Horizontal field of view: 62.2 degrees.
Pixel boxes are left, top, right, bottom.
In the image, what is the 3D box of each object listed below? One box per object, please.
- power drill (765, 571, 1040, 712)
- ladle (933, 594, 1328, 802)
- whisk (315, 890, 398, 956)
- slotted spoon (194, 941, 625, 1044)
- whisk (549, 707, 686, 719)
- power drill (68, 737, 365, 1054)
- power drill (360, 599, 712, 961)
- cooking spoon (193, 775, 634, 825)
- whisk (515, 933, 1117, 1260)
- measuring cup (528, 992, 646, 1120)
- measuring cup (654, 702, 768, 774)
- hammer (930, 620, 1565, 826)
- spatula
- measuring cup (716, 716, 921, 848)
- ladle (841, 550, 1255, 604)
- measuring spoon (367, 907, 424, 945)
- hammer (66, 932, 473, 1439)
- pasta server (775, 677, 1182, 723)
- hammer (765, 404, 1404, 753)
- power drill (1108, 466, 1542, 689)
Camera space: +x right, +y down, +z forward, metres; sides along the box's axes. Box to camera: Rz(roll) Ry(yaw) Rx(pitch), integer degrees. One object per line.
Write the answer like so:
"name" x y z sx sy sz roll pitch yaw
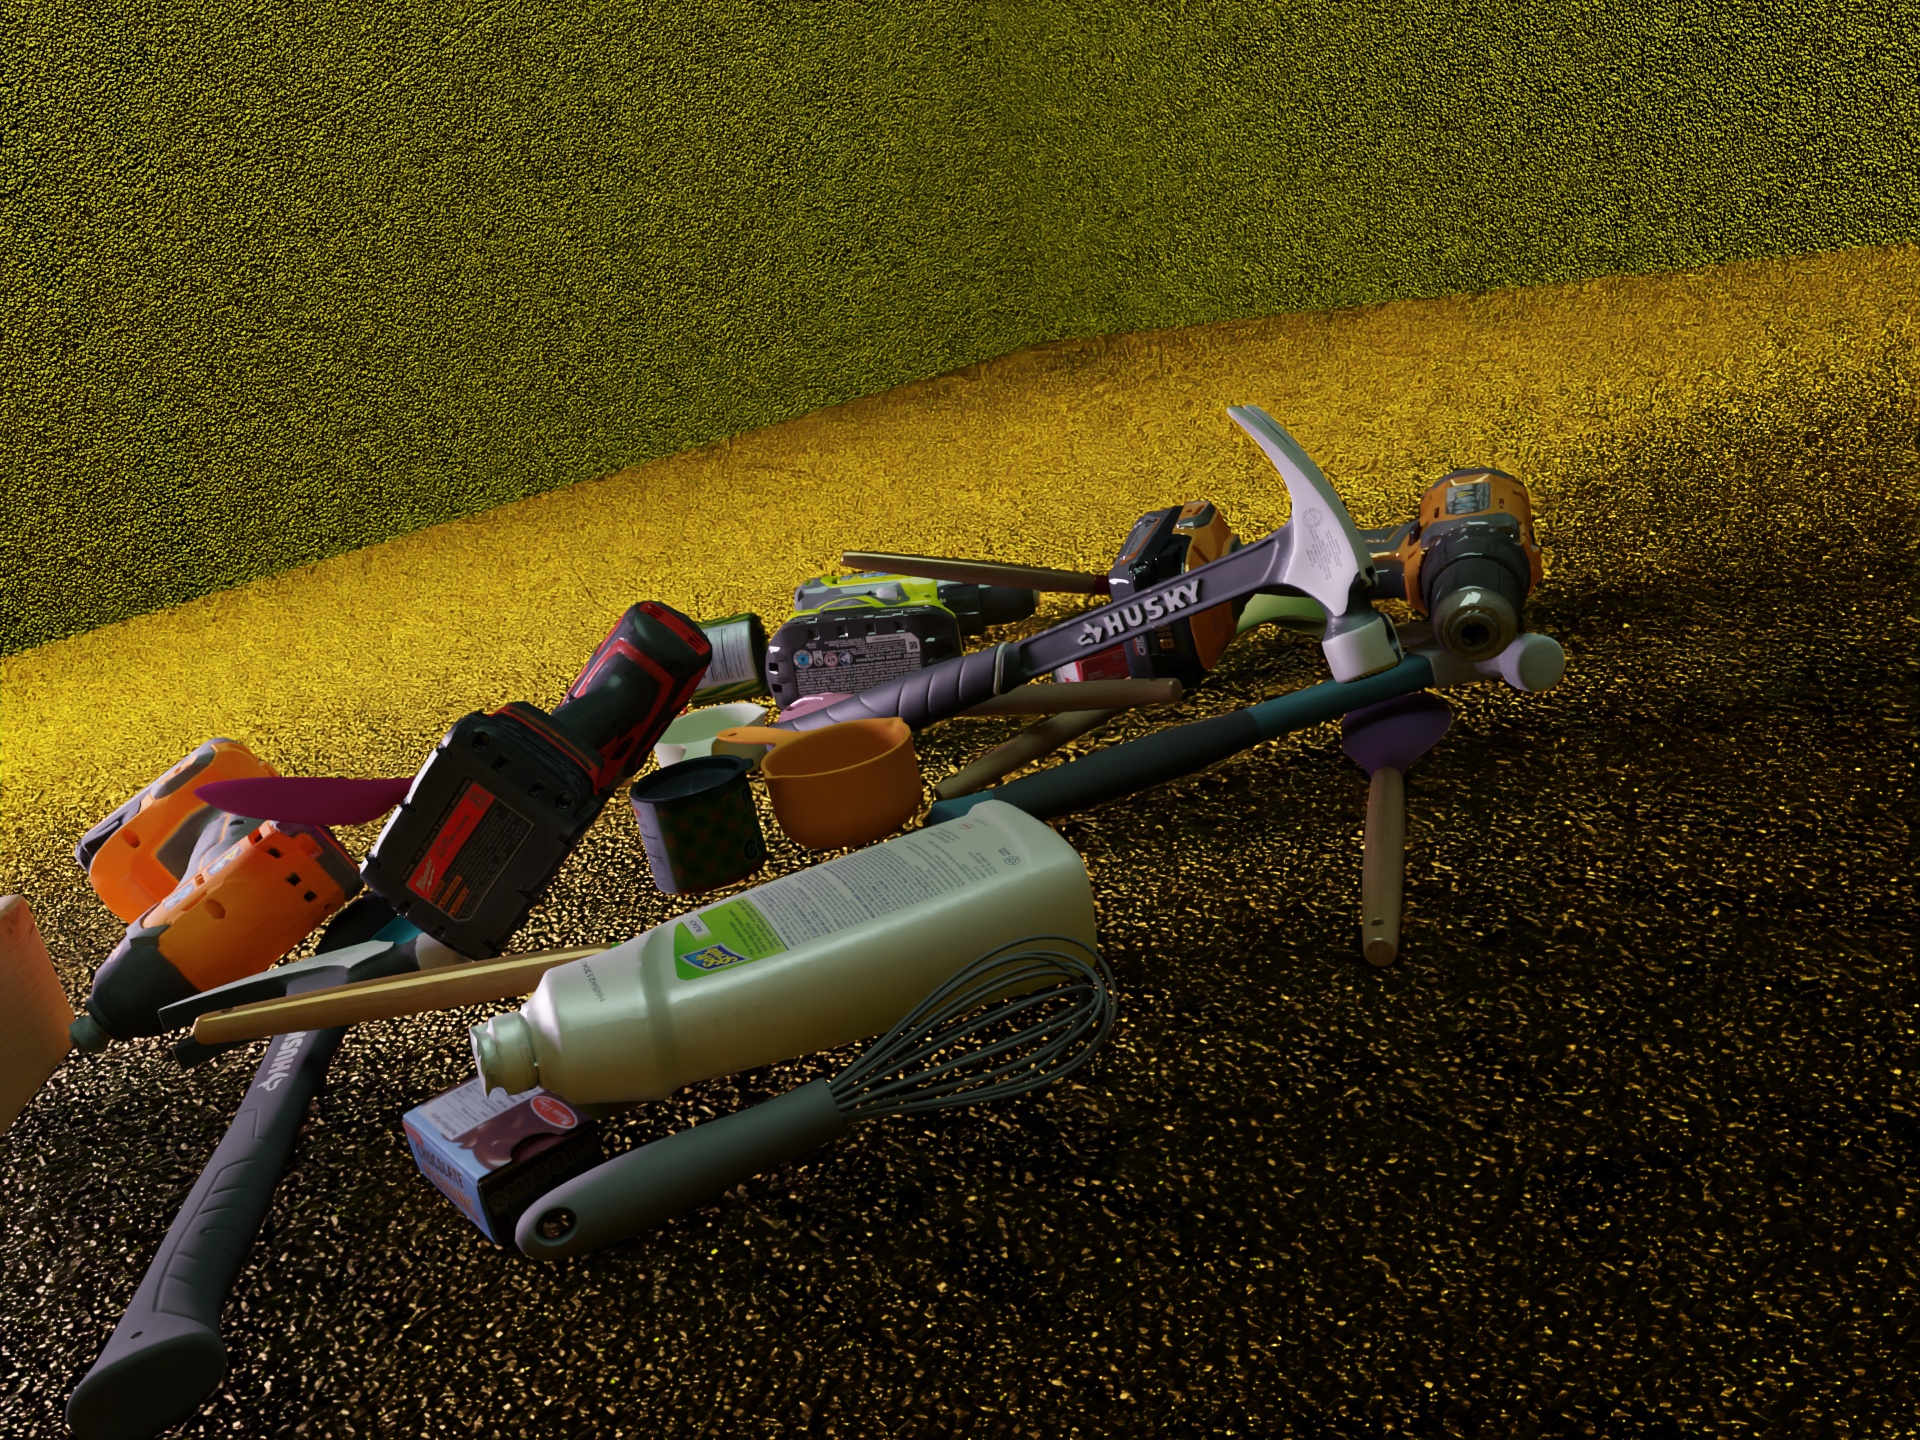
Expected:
"power drill" -0.041 -0.067 1.182 0.190 0.080 0.228 -5 16 8
"ladle" 0.123 -0.015 0.978 0.320 0.062 0.078 -28 17 -22
"whisk" -0.322 0.075 0.981 0.070 0.070 0.285 -9 22 13
"slotted spoon" -0.186 0.114 0.730 0.313 0.031 0.070 -9 10 -9
"whisk" -0.250 -0.002 1.075 0.073 0.073 0.296 -9 8 11
"power drill" -0.446 0.100 0.921 0.164 0.084 0.227 -42 30 -17
"power drill" -0.229 0.040 0.866 0.188 0.080 0.227 -51 5 22
"cooking spoon" -0.305 0.039 0.950 0.069 0.017 0.318 20 10 28
"whisk" -0.050 0.141 0.593 0.239 0.055 0.055 -21 19 -14
"measuring cup" -0.175 0.135 0.722 0.062 0.029 0.157 -21 21 -23
"measuring cup" -0.162 0.033 1.021 0.083 0.038 0.168 -13 19 1
"hammer" 0.144 0.008 0.857 0.331 0.033 0.128 -18 12 -6
"spatula" 0.209 0.038 0.771 0.060 0.018 0.316 -9 17 20
"measuring cup" -0.092 0.034 0.942 0.095 0.052 0.174 -25 19 -34
"ladle" 0.071 -0.102 1.153 0.315 0.031 0.069 6 15 -2
"measuring spoon" -0.307 0.118 0.890 0.042 0.021 0.129 33 36 2
"hammer" -0.302 0.179 0.671 0.146 0.035 0.335 -14 18 -5
"pasta server" -0.002 -0.003 0.974 0.316 0.040 0.060 -3 21 39
"hammer" 0.037 -0.040 0.893 0.409 0.149 0.036 -20 -1 37
"power drill" 0.201 -0.073 0.878 0.226 0.084 0.185 -6 25 20
